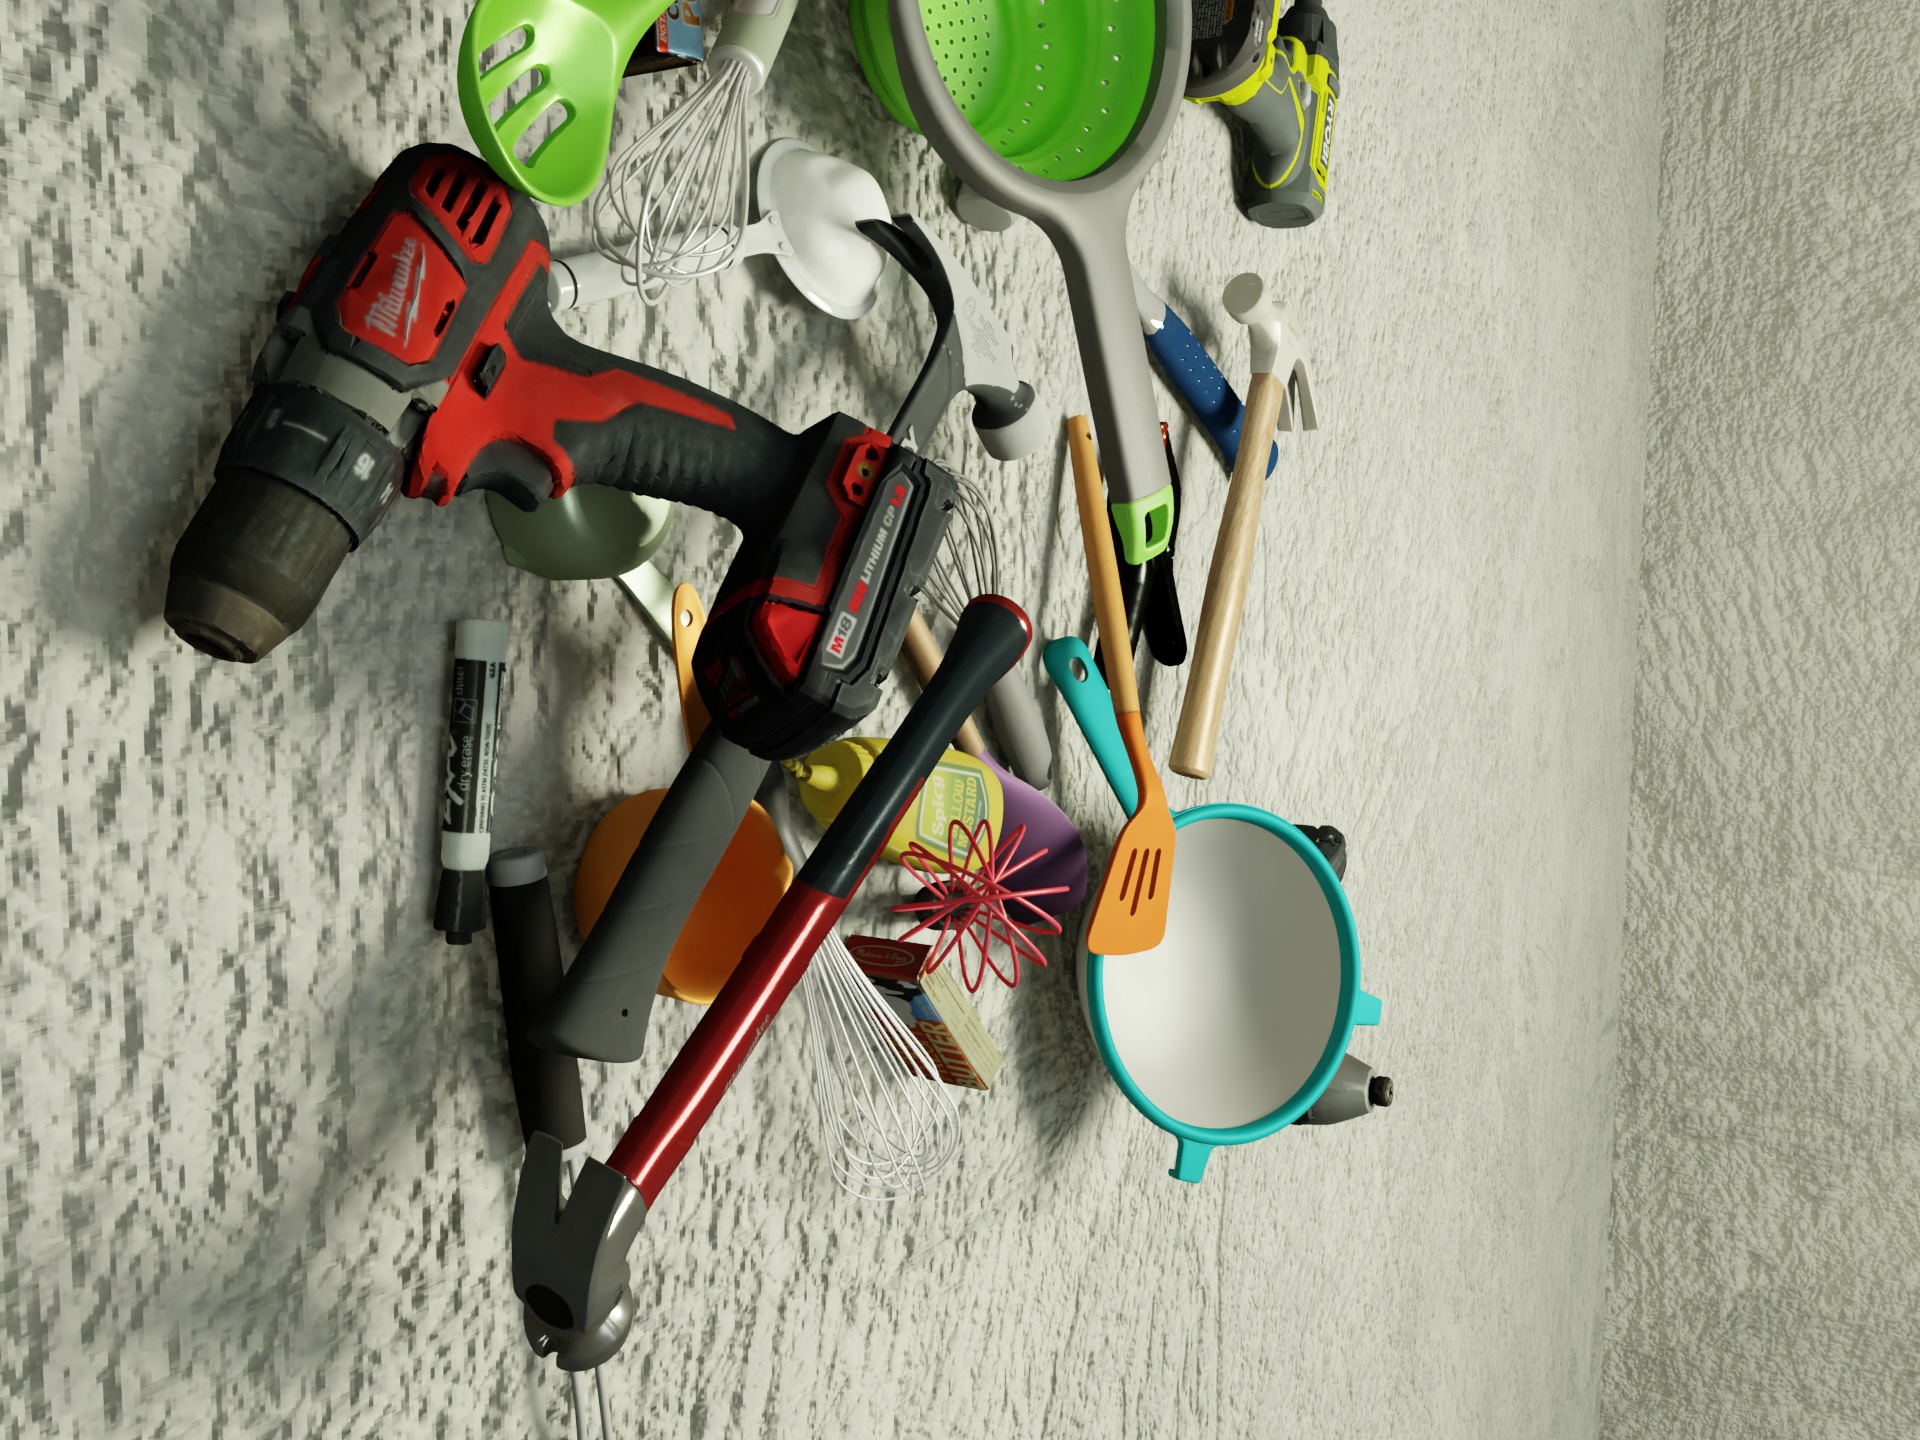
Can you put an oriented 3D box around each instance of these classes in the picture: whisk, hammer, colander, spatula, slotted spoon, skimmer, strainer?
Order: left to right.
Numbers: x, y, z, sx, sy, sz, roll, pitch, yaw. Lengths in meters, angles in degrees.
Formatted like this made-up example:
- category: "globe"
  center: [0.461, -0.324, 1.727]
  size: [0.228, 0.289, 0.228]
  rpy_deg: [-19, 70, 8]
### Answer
- category: "skimmer"
  center: [-0.141, 0.232, 0.613]
  size: [0.127, 0.090, 0.363]
  rpy_deg: [-10, 101, -24]
- category: "slotted spoon"
  center: [-0.095, -0.286, 0.594]
  size: [0.314, 0.031, 0.070]
  rpy_deg: [-61, 141, -38]
- category: "whisk"
  center: [-0.095, -0.262, 0.652]
  size: [0.059, 0.058, 0.247]
  rpy_deg: [100, 3, -57]
- category: "strainer"
  center: [-0.095, -0.205, 0.686]
  size: [0.258, 0.050, 0.087]
  rpy_deg: [-34, 105, -47]
- category: "hammer"
  center: [-0.066, -0.042, 0.659]
  size: [0.149, 0.036, 0.409]
  rpy_deg: [57, 46, -42]
- category: "whisk"
  center: [-0.066, 0.116, 0.754]
  size: [0.070, 0.070, 0.284]
  rpy_deg: [-44, 124, -46]
- category: "hammer"
  center: [-0.054, 0.061, 0.638]
  size: [0.386, 0.038, 0.143]
  rpy_deg: [-58, 169, -41]
- category: "spatula"
  center: [-0.001, -0.003, 0.853]
  size: [0.018, 0.060, 0.315]
  rpy_deg: [-101, 166, -55]
- category: "whisk"
  center: [0.000, 0.084, 0.726]
  size: [0.296, 0.073, 0.073]
  rpy_deg: [122, -23, -82]
- category: "whisk"
  center: [0.014, -0.042, 0.865]
  size: [0.055, 0.055, 0.238]
  rpy_deg: [-60, 144, -34]
- category: "colander"
  center: [0.032, -0.270, 0.798]
  size: [0.204, 0.094, 0.396]
  rpy_deg: [-30, 115, -37]
- category: "spatula"
  center: [0.087, -0.025, 0.941]
  size: [0.081, 0.041, 0.323]
  rpy_deg: [5, 72, -51]
- category: "strainer"
  center: [0.119, 0.104, 1.013]
  size: [0.211, 0.095, 0.340]
  rpy_deg: [-32, 99, -27]
- category: "hammer"
  center: [0.121, -0.269, 1.015]
  size: [0.405, 0.035, 0.144]
  rpy_deg: [36, 64, -53]
- category: "hammer"
  center: [0.188, -0.123, 1.079]
  size: [0.130, 0.031, 0.331]
  rpy_deg: [24, 76, -55]

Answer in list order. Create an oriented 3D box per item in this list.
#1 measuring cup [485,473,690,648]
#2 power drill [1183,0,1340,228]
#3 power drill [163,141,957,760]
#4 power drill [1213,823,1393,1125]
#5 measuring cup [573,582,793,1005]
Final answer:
- category: "measuring cup"
  center: [-0.125, -0.065, 0.652]
  size: [0.167, 0.038, 0.083]
  rpy_deg: [55, 49, -42]
- category: "power drill"
  center: [0.205, -0.462, 1.092]
  size: [0.223, 0.080, 0.171]
  rpy_deg: [15, 82, -61]
- category: "power drill"
  center: [-0.131, -0.067, 0.542]
  size: [0.226, 0.080, 0.188]
  rpy_deg: [29, 65, -20]
- category: "power drill"
  center: [0.229, 0.188, 1.134]
  size: [0.078, 0.143, 0.219]
  rpy_deg: [-36, 120, -54]
- category: "measuring cup"
  center: [-0.122, 0.030, 0.658]
  size: [0.095, 0.052, 0.173]
  rpy_deg: [-18, 106, -55]
